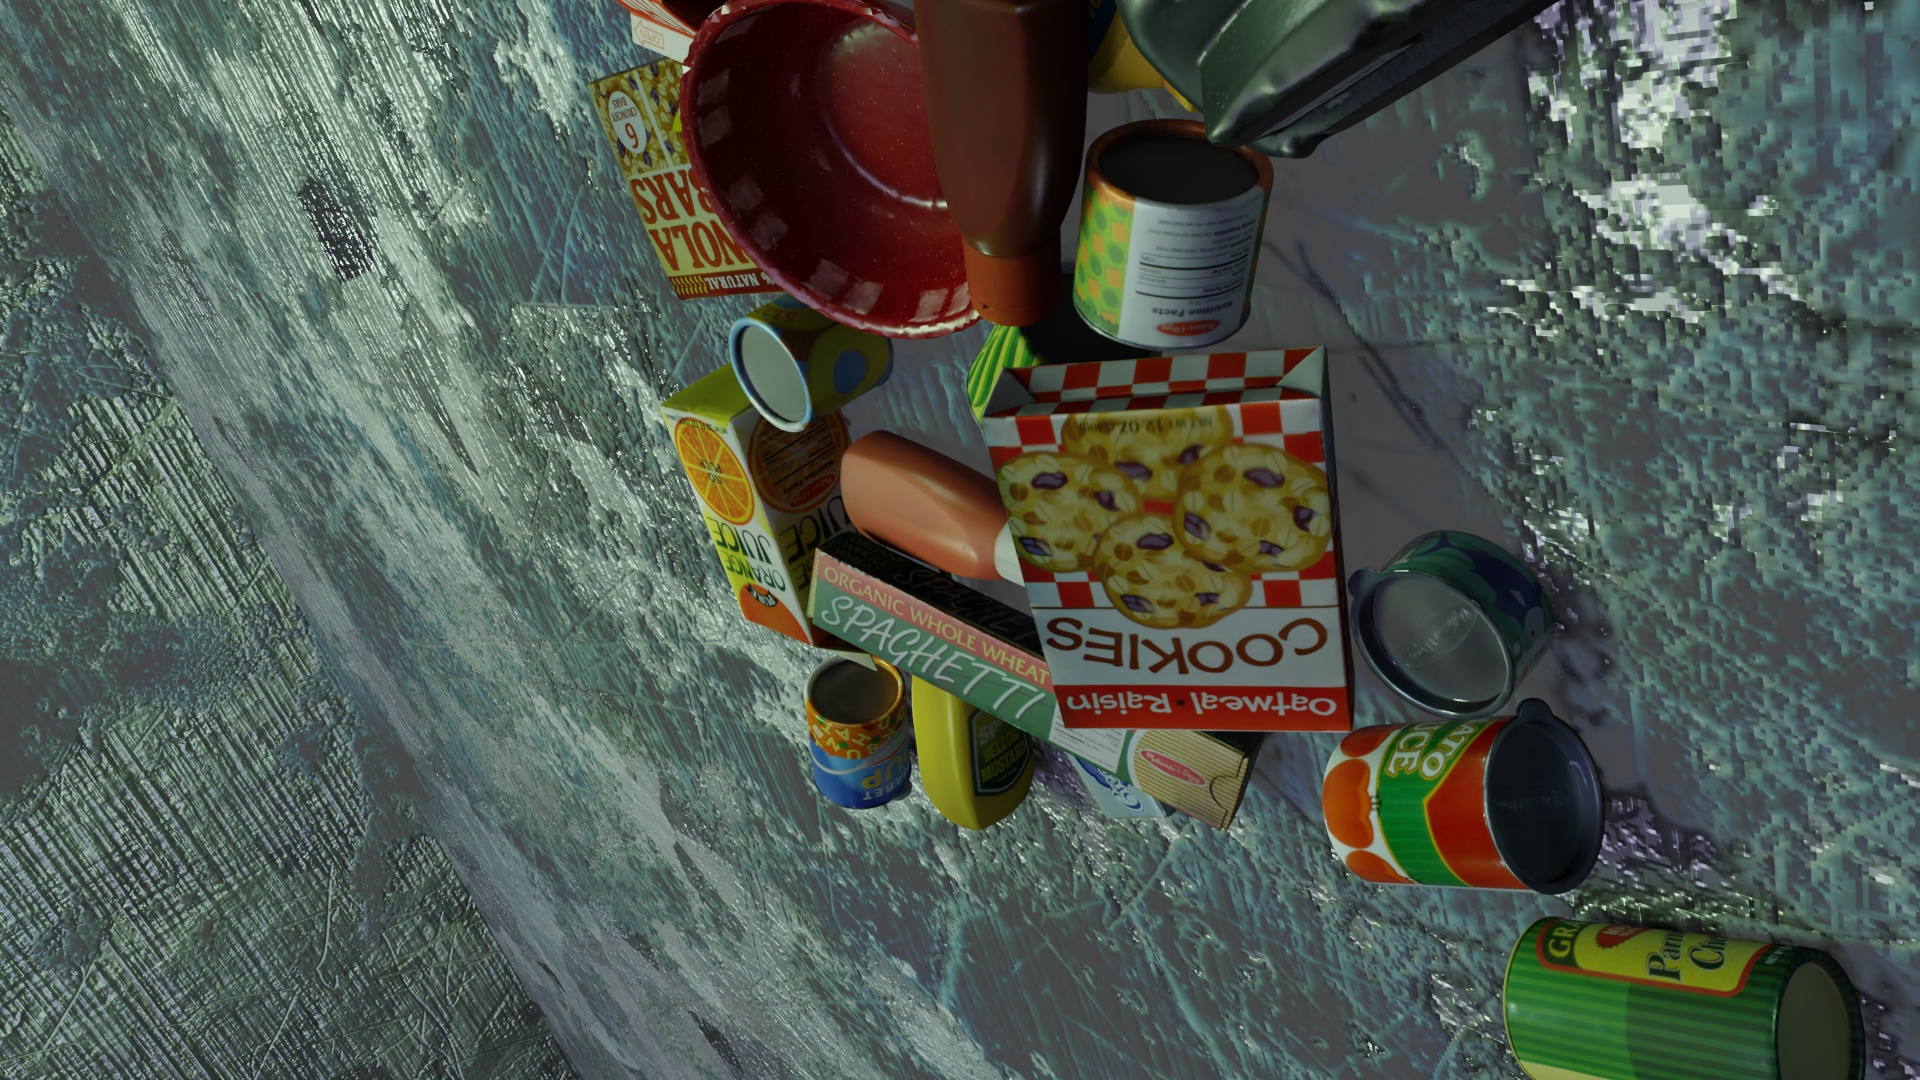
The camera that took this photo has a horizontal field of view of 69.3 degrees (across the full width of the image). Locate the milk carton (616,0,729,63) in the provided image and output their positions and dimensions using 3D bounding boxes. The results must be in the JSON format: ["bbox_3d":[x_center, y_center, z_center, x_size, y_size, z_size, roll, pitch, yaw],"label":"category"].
[{"bbox_3d":[-0.117,-0.287,0.560,0.072,0.074,0.189,32,136,31],"label":"milk carton"}]

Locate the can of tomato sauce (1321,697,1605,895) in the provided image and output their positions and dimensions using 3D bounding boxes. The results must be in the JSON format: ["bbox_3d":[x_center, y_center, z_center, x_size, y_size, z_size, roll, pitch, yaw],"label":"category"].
[{"bbox_3d":[0.193,0.101,0.542,0.071,0.071,0.083,59,149,-7],"label":"can of tomato sauce"}]

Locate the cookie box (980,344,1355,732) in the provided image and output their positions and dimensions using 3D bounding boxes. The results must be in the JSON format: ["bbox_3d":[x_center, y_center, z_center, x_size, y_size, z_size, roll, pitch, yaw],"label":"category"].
[{"bbox_3d":[0.088,0.006,0.551,0.123,0.040,0.166,-2,129,19],"label":"cookie box"}]

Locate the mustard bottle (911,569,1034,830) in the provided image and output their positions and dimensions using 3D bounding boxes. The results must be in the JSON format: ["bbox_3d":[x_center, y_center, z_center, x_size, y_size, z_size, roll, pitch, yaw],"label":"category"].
[{"bbox_3d":[0.003,0.086,0.783,0.049,0.065,0.159,17,128,42],"label":"mustard bottle"}]

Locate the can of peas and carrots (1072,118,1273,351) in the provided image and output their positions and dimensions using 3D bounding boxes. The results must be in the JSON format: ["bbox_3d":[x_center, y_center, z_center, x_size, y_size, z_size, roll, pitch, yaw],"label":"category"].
[{"bbox_3d":[0.074,-0.112,0.500,0.071,0.071,0.058,34,142,29],"label":"can of peas and carrots"}]

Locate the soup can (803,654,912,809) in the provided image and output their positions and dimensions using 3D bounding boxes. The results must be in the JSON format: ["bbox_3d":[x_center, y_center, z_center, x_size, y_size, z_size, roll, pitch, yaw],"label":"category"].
[{"bbox_3d":[-0.064,0.125,0.904,0.071,0.072,0.083,33,142,31],"label":"soup can"}]

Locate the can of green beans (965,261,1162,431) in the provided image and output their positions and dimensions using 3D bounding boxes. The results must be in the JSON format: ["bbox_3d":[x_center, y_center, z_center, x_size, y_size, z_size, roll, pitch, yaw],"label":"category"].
[{"bbox_3d":[0.043,-0.073,0.576,0.071,0.071,0.057,48,147,9],"label":"can of green beans"}]

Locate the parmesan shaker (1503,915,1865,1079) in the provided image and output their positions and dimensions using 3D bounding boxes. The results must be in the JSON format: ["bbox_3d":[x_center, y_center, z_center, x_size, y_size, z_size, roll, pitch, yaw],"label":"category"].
[{"bbox_3d":[0.270,0.179,0.520,0.103,0.071,0.071,-13,109,55],"label":"parmesan shaker"}]

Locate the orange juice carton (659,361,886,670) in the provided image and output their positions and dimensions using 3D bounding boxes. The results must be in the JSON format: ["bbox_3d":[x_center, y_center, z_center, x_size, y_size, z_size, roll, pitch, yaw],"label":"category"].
[{"bbox_3d":[-0.097,-0.008,0.814,0.072,0.073,0.191,16,132,45],"label":"orange juice carton"}]

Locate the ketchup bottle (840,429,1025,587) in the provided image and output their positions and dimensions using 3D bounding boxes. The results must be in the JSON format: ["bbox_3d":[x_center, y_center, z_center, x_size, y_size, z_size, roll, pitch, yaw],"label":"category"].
[{"bbox_3d":[0.003,-0.009,0.710,0.149,0.044,0.064,24,139,39],"label":"ketchup bottle"}]

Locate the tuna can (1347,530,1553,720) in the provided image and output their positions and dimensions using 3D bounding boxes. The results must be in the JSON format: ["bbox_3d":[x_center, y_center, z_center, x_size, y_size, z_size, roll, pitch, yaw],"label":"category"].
[{"bbox_3d":[0.182,0.030,0.521,0.071,0.033,0.070,33,142,30],"label":"tuna can"}]

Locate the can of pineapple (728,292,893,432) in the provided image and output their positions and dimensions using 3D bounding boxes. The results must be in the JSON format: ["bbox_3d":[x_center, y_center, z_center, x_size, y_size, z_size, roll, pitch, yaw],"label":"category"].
[{"bbox_3d":[-0.078,-0.099,0.718,0.071,0.058,0.070,33,142,31],"label":"can of pineapple"}]

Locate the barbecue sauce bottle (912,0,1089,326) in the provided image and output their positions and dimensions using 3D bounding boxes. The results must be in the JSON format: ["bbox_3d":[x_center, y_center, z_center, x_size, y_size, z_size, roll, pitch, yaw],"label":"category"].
[{"bbox_3d":[0.015,-0.137,0.478,0.065,0.044,0.147,47,160,30],"label":"barbecue sauce bottle"}]

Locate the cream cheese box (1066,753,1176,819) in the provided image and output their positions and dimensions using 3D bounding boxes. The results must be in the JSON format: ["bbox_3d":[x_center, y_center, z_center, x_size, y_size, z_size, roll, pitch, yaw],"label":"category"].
[{"bbox_3d":[0.075,0.100,0.736,0.103,0.024,0.053,59,148,-7],"label":"cream cheese box"}]

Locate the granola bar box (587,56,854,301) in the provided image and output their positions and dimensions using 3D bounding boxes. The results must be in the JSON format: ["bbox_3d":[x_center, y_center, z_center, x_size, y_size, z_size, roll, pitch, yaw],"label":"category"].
[{"bbox_3d":[-0.112,-0.186,0.698,0.165,0.039,0.123,8,126,49],"label":"granola bar box"}]

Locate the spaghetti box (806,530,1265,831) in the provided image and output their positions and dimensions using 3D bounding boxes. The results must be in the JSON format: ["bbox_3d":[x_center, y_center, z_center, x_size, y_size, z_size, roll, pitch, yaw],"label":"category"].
[{"bbox_3d":[0.031,0.066,0.703,0.250,0.029,0.050,25,125,22],"label":"spaghetti box"}]
